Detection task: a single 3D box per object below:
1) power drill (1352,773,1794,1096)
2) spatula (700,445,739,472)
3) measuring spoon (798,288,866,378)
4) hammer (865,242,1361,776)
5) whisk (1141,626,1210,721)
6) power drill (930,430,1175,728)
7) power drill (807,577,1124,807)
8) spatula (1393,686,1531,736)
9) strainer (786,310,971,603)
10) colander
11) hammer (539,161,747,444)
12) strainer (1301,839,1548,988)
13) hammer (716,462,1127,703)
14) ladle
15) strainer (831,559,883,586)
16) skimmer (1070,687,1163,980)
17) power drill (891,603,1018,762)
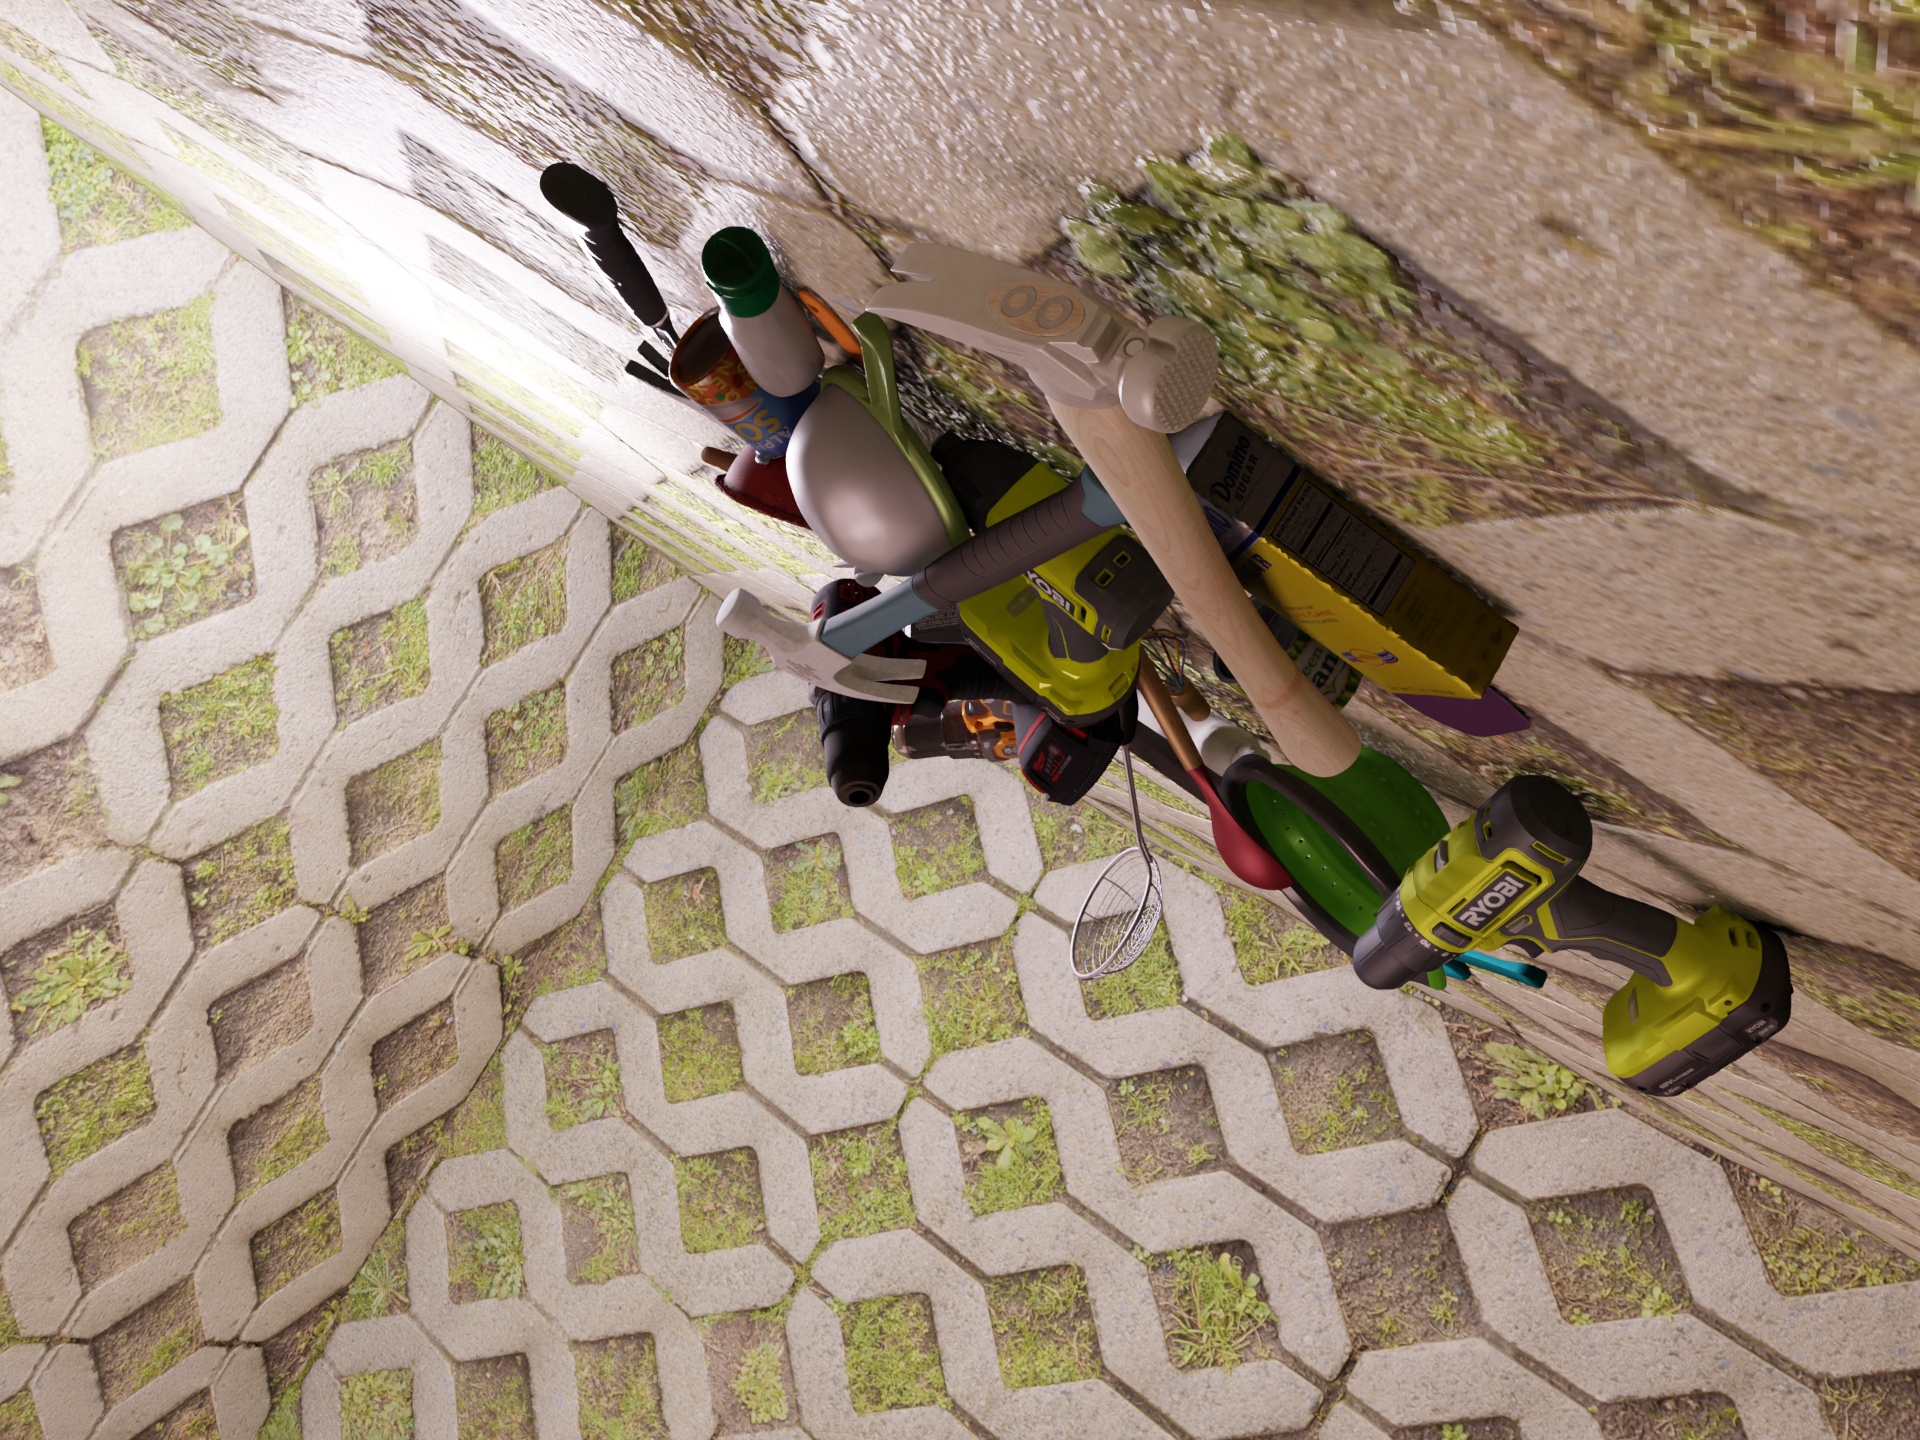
[{"bbox_3d":[0.386,0.149,1.023,0.228,0.190,0.080,28,-139,-8],"label":"power drill"},{"bbox_3d":[-0.069,-0.151,1.260,0.317,0.044,0.082,16,-176,-36],"label":"spatula"},{"bbox_3d":[-0.069,-0.220,0.939,0.021,0.011,0.116,29,175,27],"label":"measuring spoon"},{"bbox_3d":[0.103,-0.069,0.727,0.146,0.038,0.410,29,172,34],"label":"hammer"},{"bbox_3d":[0.165,-0.033,1.276,0.051,0.047,0.244,26,177,23],"label":"whisk"},{"bbox_3d":[0.053,-0.090,1.028,0.171,0.080,0.223,42,168,14],"label":"power drill"},{"bbox_3d":[-0.002,-0.004,1.138,0.226,0.080,0.188,12,-135,-20],"label":"power drill"},{"bbox_3d":[0.182,-0.071,0.838,0.315,0.018,0.060,34,156,-23],"label":"spatula"},{"bbox_3d":[-0.062,-0.152,0.929,0.151,0.069,0.256,52,171,14],"label":"strainer"},{"bbox_3d":[0.256,0.054,1.250,0.397,0.094,0.204,39,163,49],"label":"colander"},{"bbox_3d":[-0.214,-0.281,1.113,0.149,0.036,0.409,32,175,7],"label":"hammer"},{"bbox_3d":[0.408,0.155,1.401,0.210,0.095,0.340,30,174,-20],"label":"strainer"},{"bbox_3d":[-0.010,-0.081,0.929,0.128,0.033,0.331,31,148,-27],"label":"hammer"},{"bbox_3d":[0.163,0.012,1.178,0.315,0.031,0.069,58,162,-22],"label":"ladle"},{"bbox_3d":[-0.057,-0.118,1.141,0.087,0.050,0.258,-5,-170,2],"label":"strainer"},{"bbox_3d":[0.115,0.067,1.336,0.090,0.127,0.363,-5,126,10],"label":"skimmer"},{"bbox_3d":[0.012,-0.034,1.333,0.185,0.084,0.226,-8,150,12],"label":"power drill"}]
